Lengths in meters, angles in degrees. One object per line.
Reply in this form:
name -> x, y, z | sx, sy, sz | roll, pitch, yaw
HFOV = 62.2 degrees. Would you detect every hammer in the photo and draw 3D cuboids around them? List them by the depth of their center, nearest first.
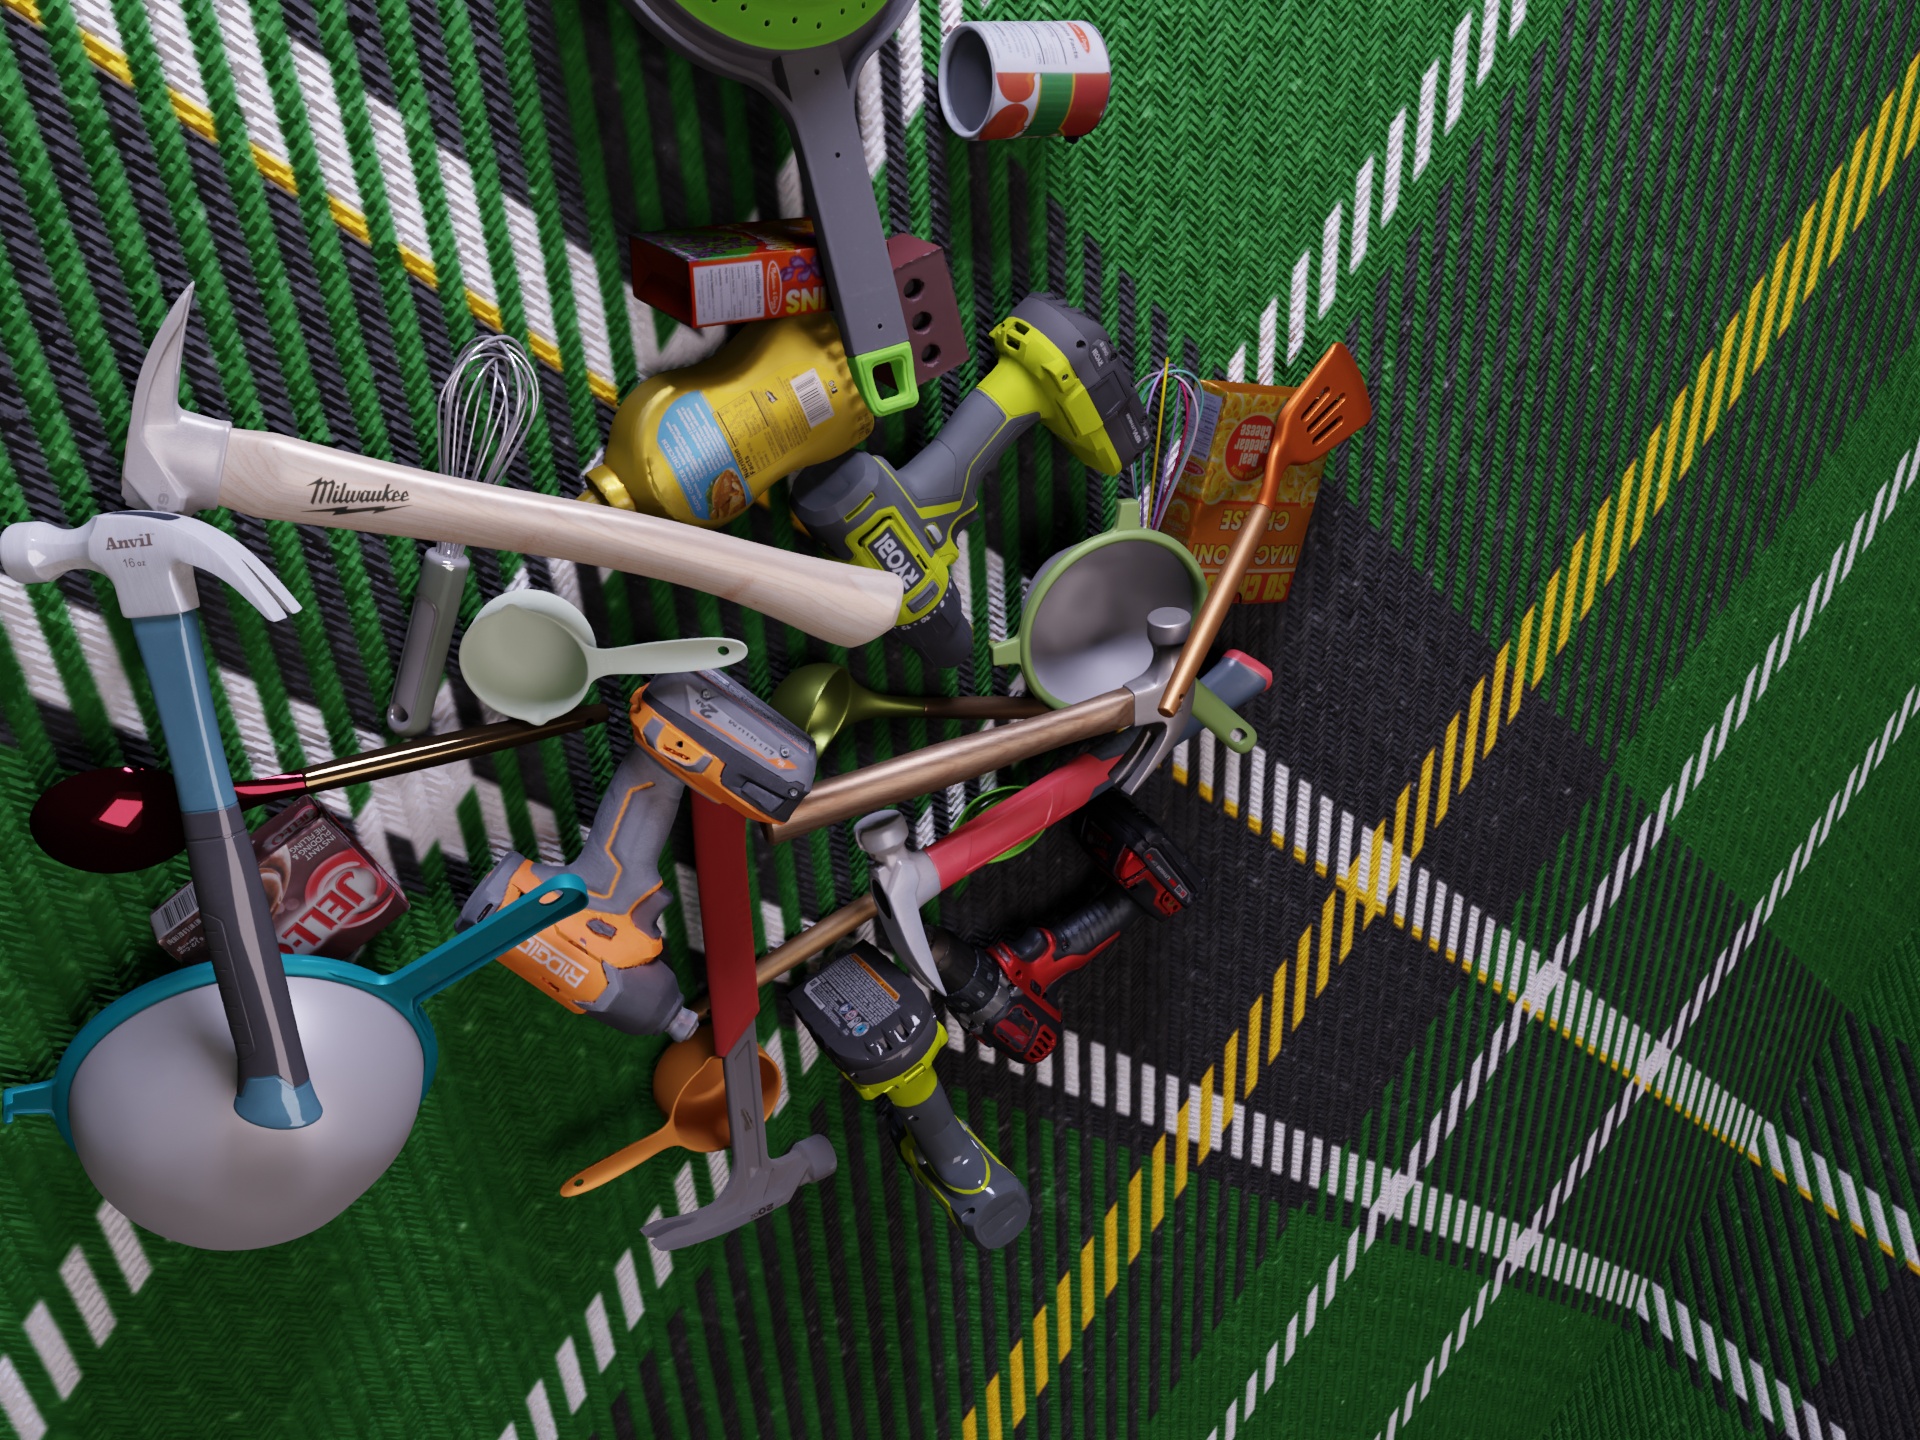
hammer -> -0.381, 0.057, 0.811 | 0.128, 0.033, 0.331 | -6, 105, 2
hammer -> -0.221, -0.113, 0.860 | 0.410, 0.038, 0.146 | 10, 115, -24
hammer -> -0.165, 0.182, 1.091 | 0.149, 0.037, 0.359 | -15, 111, -35
hammer -> 0.018, 0.023, 1.105 | 0.331, 0.031, 0.130 | -18, 124, -19
hammer -> 0.099, 0.058, 1.220 | 0.386, 0.038, 0.143 | -29, 111, -27

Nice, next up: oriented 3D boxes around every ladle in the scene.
ladle -> -0.346, 0.029, 0.900 | 0.315, 0.031, 0.069 | -15, 132, -33
ladle -> -0.002, -0.004, 1.146 | 0.320, 0.062, 0.078 | 0, 117, -39

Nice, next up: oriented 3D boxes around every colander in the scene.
colander -> -0.065, -0.352, 0.805 | 0.204, 0.094, 0.397 | -23, 109, -26

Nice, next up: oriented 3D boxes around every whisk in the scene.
whisk -> -0.286, -0.099, 0.893 | 0.059, 0.058, 0.246 | -24, 138, -62
whisk -> 0.141, -0.151, 1.180 | 0.051, 0.047, 0.244 | -9, 124, -19

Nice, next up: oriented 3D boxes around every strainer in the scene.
strainer -> -0.355, 0.207, 0.920 | 0.340, 0.095, 0.210 | -31, 136, 3
strainer -> 0.134, -0.054, 1.190 | 0.151, 0.069, 0.256 | -49, 126, 7

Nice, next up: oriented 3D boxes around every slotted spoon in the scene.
slotted spoon -> -0.068, 0.137, 1.196 | 0.314, 0.031, 0.070 | -31, 128, -16

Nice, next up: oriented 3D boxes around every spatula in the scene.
spatula -> 0.216, -0.133, 1.145 | 0.080, 0.041, 0.323 | 51, 57, -41

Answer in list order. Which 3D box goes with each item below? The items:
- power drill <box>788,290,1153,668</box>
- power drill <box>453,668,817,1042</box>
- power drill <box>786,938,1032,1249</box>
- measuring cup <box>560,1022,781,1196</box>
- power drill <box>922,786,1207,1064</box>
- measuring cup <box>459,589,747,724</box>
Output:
power drill -> 0.015, -0.153, 1.061 | 0.228, 0.080, 0.190 | -43, 137, -5
power drill -> -0.186, 0.088, 0.997 | 0.164, 0.084, 0.226 | 37, 96, -8
power drill -> -0.041, 0.283, 1.213 | 0.080, 0.171, 0.223 | -35, 122, -16
measuring cup -> -0.217, 0.283, 1.153 | 0.173, 0.052, 0.095 | -27, 128, -19
power drill -> 0.072, 0.160, 1.280 | 0.226, 0.080, 0.187 | -46, 132, -2
measuring cup -> -0.207, -0.044, 0.936 | 0.167, 0.038, 0.083 | -4, 123, 1
